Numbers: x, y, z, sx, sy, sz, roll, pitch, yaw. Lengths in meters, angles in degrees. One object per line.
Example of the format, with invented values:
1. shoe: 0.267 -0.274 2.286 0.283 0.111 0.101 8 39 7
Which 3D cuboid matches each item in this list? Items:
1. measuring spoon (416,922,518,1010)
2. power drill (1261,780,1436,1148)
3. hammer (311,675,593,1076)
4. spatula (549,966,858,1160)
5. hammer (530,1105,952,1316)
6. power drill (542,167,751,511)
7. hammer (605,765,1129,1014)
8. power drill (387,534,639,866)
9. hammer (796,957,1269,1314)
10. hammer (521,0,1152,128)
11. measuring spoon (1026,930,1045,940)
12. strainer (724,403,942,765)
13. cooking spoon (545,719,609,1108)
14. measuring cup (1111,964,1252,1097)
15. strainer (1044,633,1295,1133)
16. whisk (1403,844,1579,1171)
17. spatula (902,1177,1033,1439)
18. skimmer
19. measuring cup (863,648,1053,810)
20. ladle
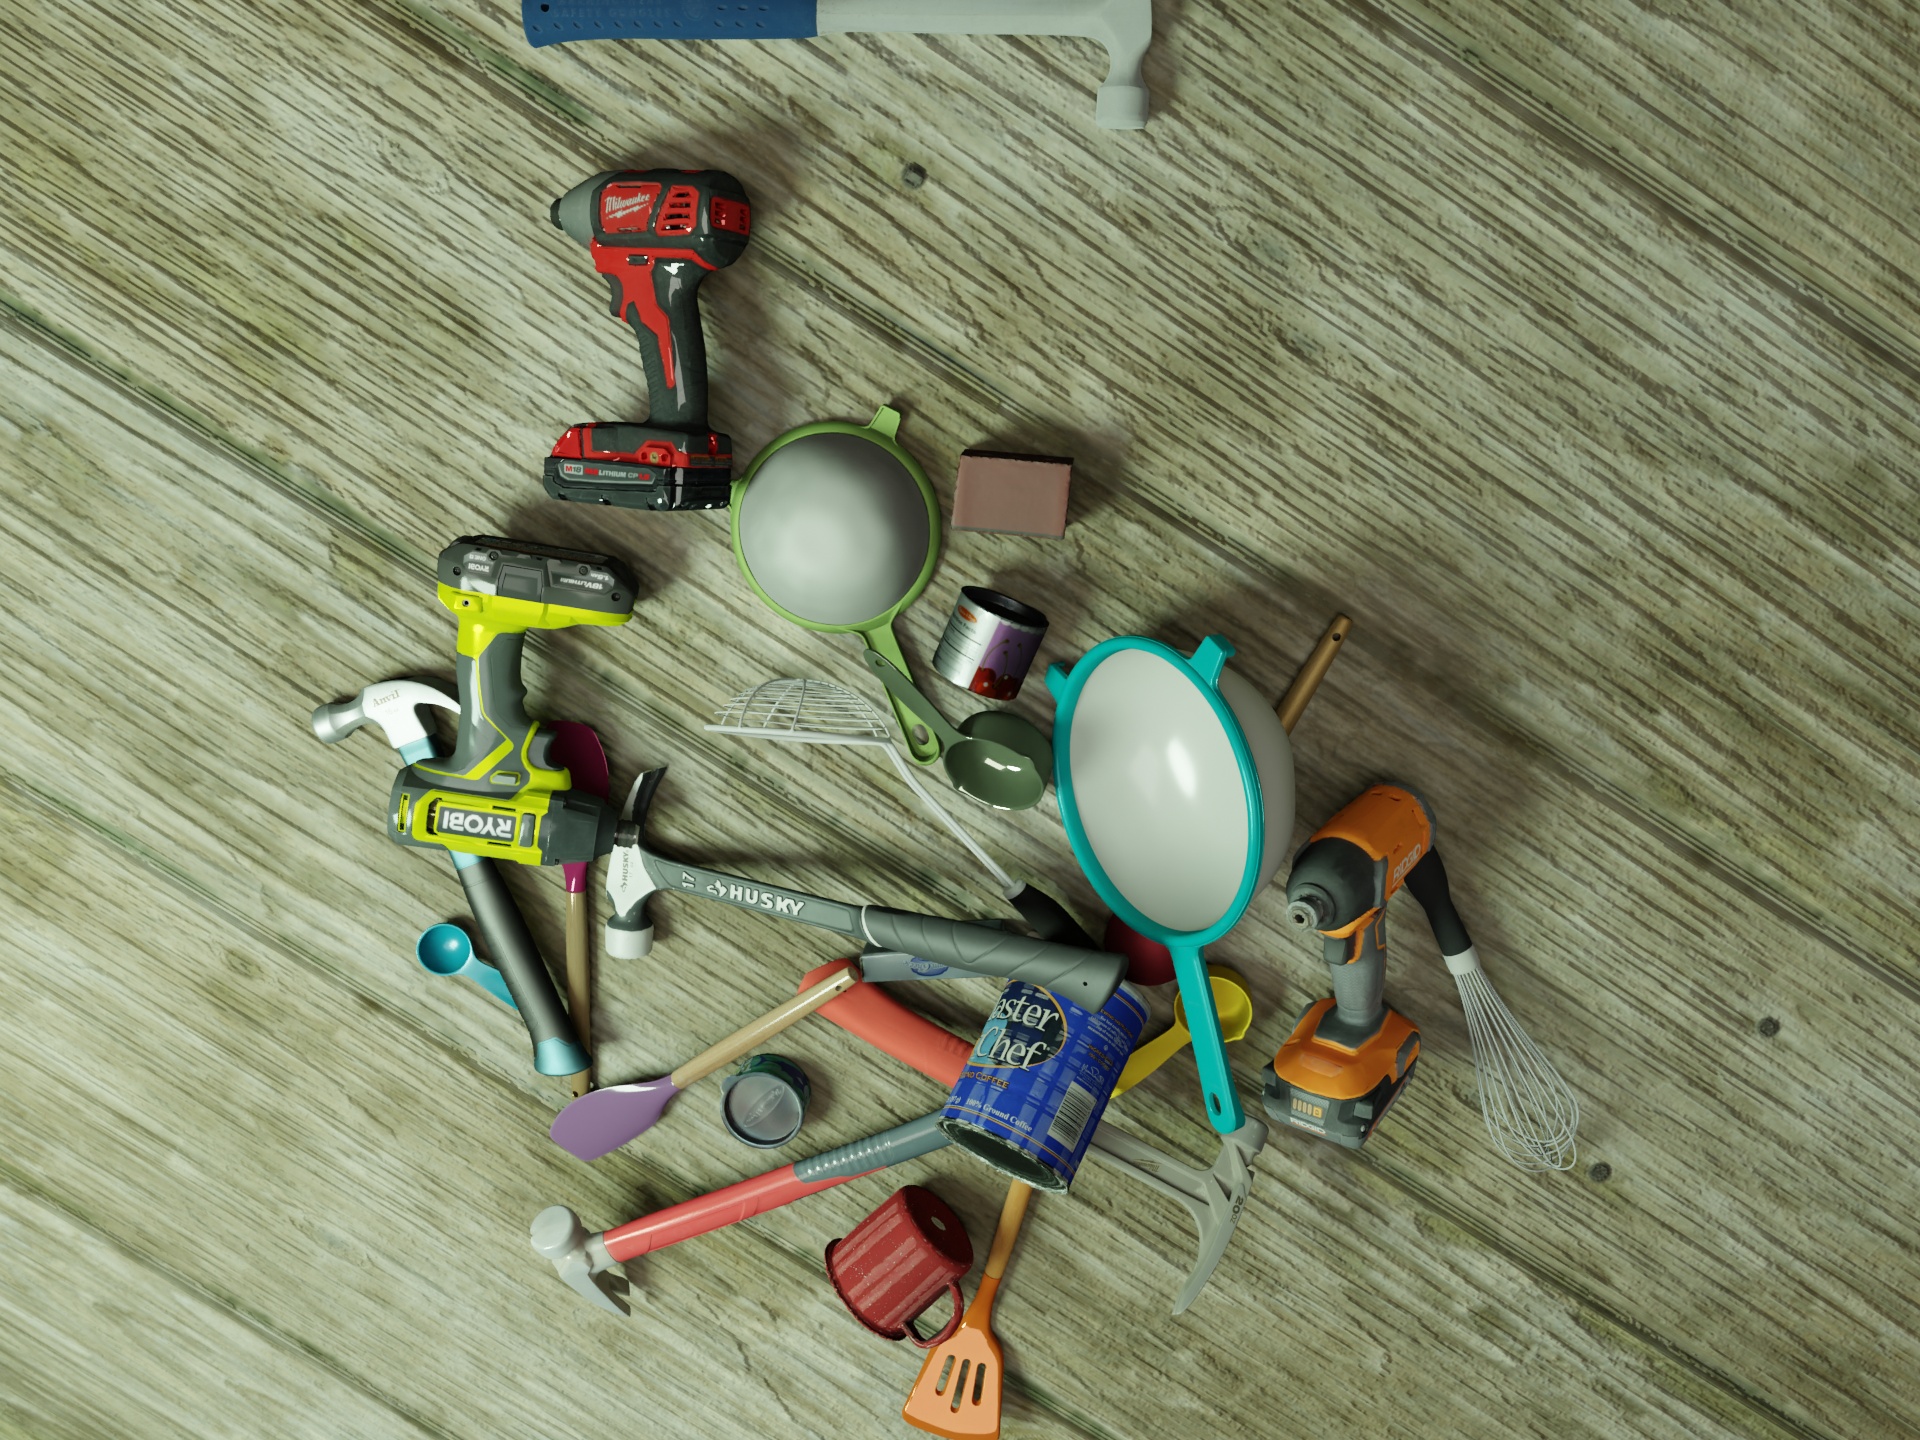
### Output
1. measuring spoon: -0.365 0.200 1.245 0.128 0.021 0.042 36 93 -13
2. power drill: 0.260 0.171 1.082 0.084 0.164 0.226 14 117 33
3. hammer: -0.364 0.120 1.201 0.128 0.033 0.331 -21 98 11
4. spatula: -0.199 0.262 1.214 0.316 0.018 0.059 -33 117 23
5. hammer: -0.126 0.367 1.238 0.386 0.038 0.143 -20 135 4
6. power drill: -0.215 -0.255 1.063 0.143 0.078 0.219 9 102 24
7. hammer: -0.077 0.135 1.122 0.409 0.036 0.149 10 103 23
8. power drill: -0.302 -0.010 1.127 0.171 0.080 0.223 9 101 -9
9. hammer: 0.037 0.284 1.168 0.359 0.036 0.149 26 69 9
10. hammer: -0.080 -0.459 1.019 0.405 0.035 0.144 3 106 5
11. measuring spoon: 0.076 0.214 1.201 0.034 0.018 0.124 -20 96 15
12. strainer: -0.072 -0.080 1.104 0.151 0.069 0.256 -20 101 11
13. cooking spoon: -0.294 0.153 1.220 0.069 0.017 0.318 9 107 20
14. measuring cup: 0.155 0.237 1.196 0.062 0.029 0.156 44 117 -6
15. strainer: 0.173 0.102 1.076 0.095 0.211 0.340 -14 93 -31
16. whisk: 0.372 0.199 1.144 0.070 0.070 0.284 -24 96 12
17. spatula: 0.033 0.418 1.246 0.081 0.041 0.322 16 105 -1
18. skimmer: -0.022 0.099 1.132 0.363 0.127 0.090 46 77 -11
19. measuring cup: -0.002 -0.004 1.111 0.167 0.038 0.083 44 141 -19
20. ladle: 0.195 0.063 1.139 0.069 0.031 0.315 29 105 1
